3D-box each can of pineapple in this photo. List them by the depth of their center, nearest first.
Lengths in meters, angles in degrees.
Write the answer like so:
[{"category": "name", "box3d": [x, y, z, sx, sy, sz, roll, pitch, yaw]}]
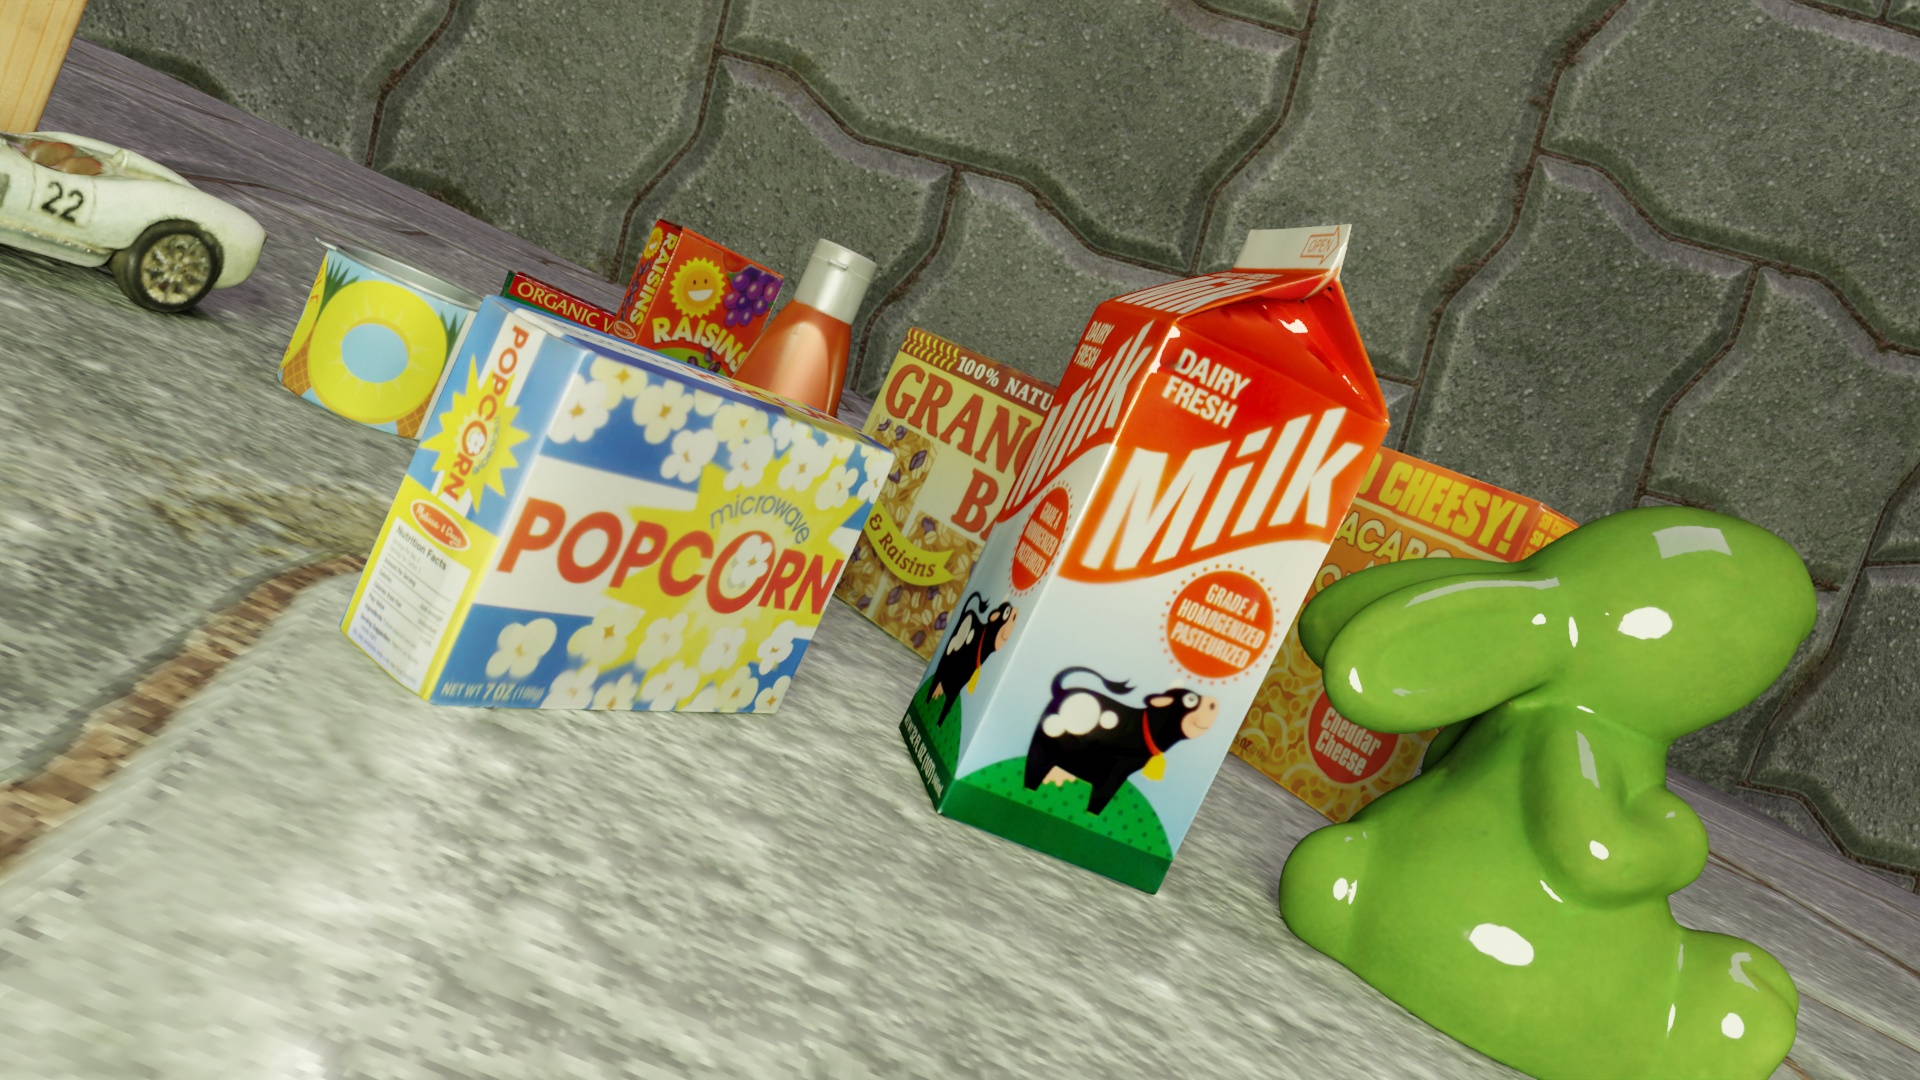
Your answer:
[{"category": "can of pineapple", "box3d": [-0.226, -0.079, 0.546, 0.071, 0.058, 0.071, 25, 6, -3]}]

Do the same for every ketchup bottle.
[{"category": "ketchup bottle", "box3d": [-0.093, -0.095, 0.783, 0.065, 0.148, 0.043, 25, 5, -1]}]

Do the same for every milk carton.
[{"category": "milk carton", "box3d": [0.057, -0.004, 0.408, 0.073, 0.190, 0.072, 23, 6, -15]}]

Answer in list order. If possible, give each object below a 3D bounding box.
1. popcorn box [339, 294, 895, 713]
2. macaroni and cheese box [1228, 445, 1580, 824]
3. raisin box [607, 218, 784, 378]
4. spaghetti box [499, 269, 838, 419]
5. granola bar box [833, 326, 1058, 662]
[{"category": "popcorn box", "box3d": [-0.079, -0.002, 0.350, 0.038, 0.085, 0.127, 28, 7, 29]}, {"category": "macaroni and cheese box", "box3d": [0.198, 0.045, 0.657, 0.040, 0.166, 0.124, 21, 7, -34]}, {"category": "raisin box", "box3d": [-0.179, -0.135, 0.903, 0.086, 0.123, 0.040, 19, 8, -44]}, {"category": "spaghetti box", "box3d": [-0.209, -0.118, 0.991, 0.250, 0.050, 0.029, 23, 6, -21]}, {"category": "granola bar box", "box3d": [0.014, -0.008, 0.580, 0.039, 0.124, 0.166, 20, 8, -44]}]
